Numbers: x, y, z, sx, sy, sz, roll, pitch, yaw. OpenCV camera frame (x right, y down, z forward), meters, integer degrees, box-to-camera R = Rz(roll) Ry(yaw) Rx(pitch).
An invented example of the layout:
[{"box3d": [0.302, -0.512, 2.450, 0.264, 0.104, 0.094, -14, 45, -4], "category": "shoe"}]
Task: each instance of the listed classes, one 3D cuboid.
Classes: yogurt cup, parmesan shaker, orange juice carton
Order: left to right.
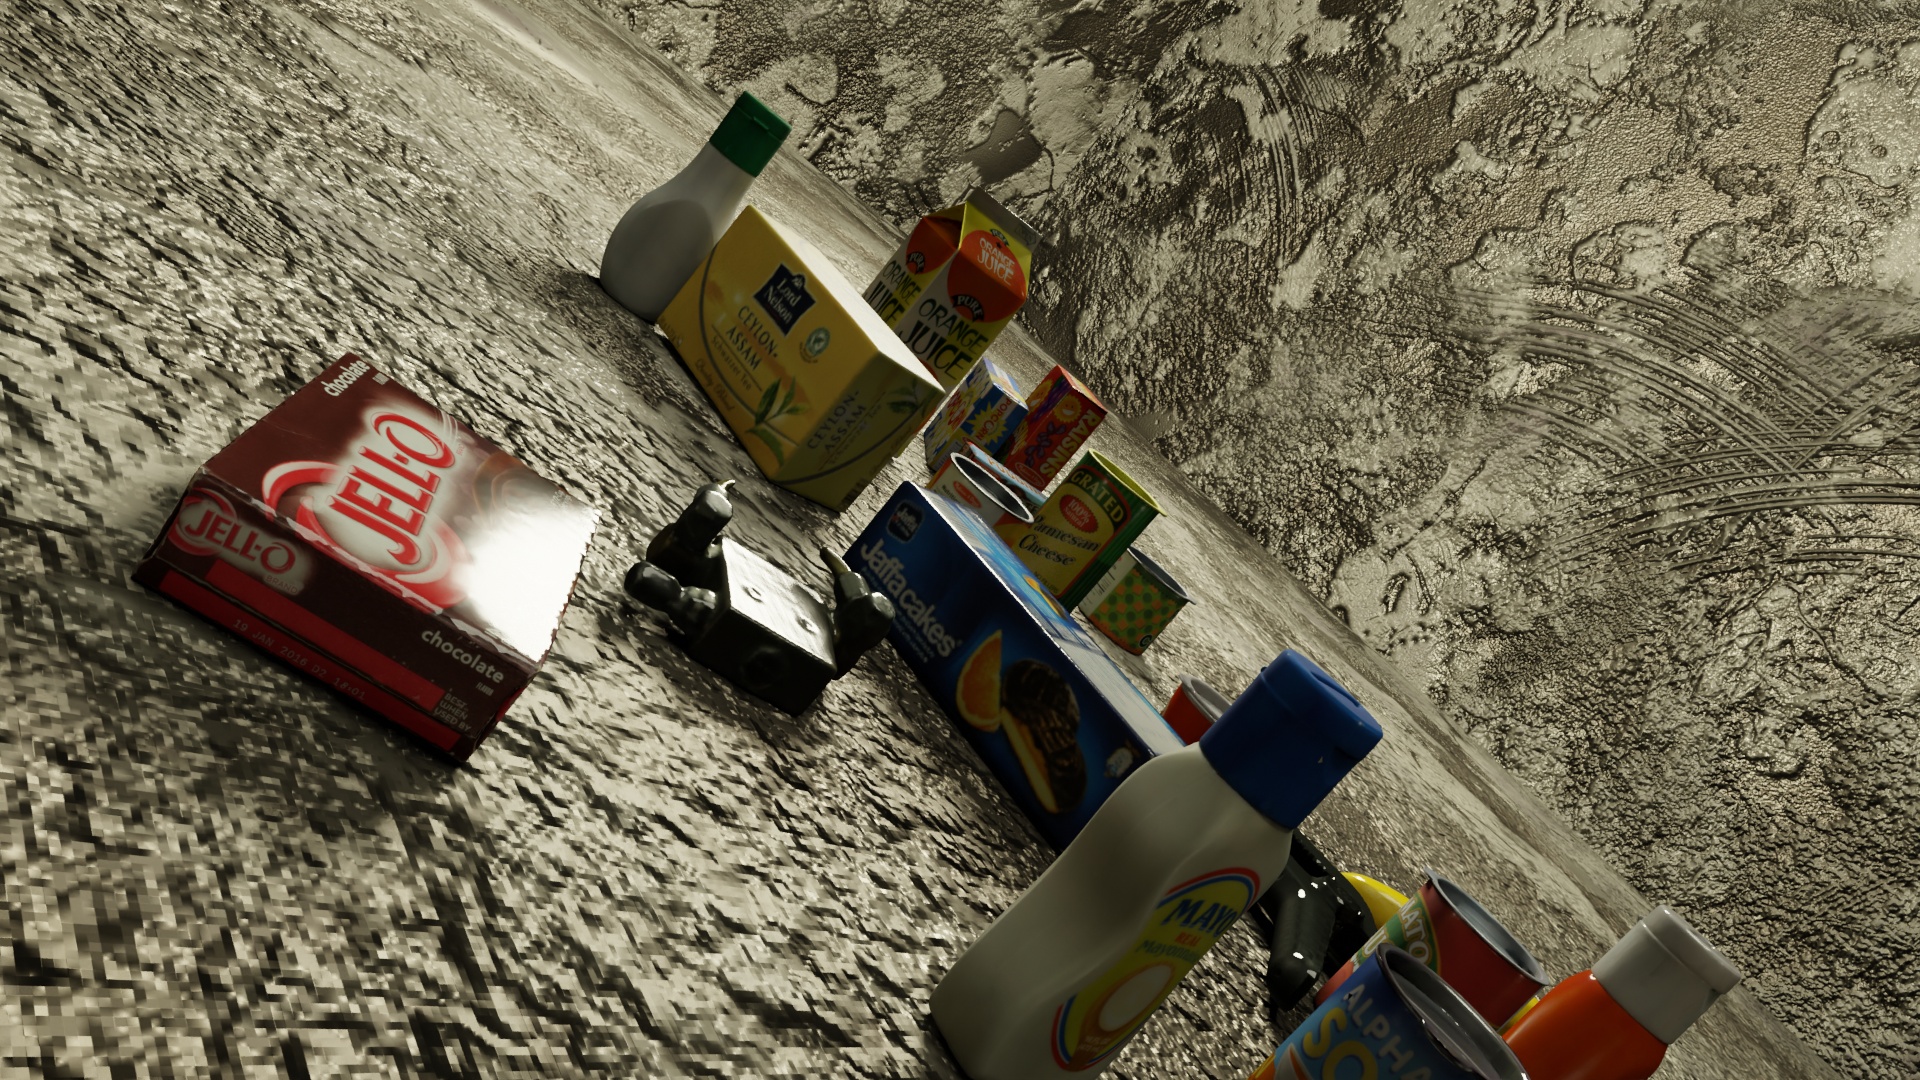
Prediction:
[{"box3d": [-0.024, -0.162, 1.004, 0.071, 0.192, 0.073, 32, 14, -37], "category": "orange juice carton"}, {"box3d": [0.083, -0.002, 0.961, 0.071, 0.103, 0.071, 38, 11, -9], "category": "parmesan shaker"}, {"box3d": [0.138, 0.120, 0.799, 0.072, 0.054, 0.072, 38, 12, -9], "category": "yogurt cup"}]

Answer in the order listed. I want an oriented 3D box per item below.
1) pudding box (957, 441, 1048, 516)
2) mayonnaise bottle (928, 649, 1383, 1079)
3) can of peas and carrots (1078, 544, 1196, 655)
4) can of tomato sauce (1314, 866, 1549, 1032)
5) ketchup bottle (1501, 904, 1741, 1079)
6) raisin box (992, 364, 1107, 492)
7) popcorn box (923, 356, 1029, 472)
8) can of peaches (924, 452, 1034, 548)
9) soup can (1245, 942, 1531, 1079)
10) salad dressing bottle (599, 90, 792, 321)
[{"box3d": [0.024, -0.029, 1.009, 0.083, 0.049, 0.030, 34, 13, -27], "category": "pudding box"}, {"box3d": [0.058, 0.097, 0.401, 0.064, 0.148, 0.041, 29, 15, -44], "category": "mayonnaise bottle"}, {"box3d": [0.132, 0.045, 1.045, 0.071, 0.058, 0.071, 38, 11, -9], "category": "can of peas and carrots"}, {"box3d": [0.214, 0.206, 0.641, 0.071, 0.083, 0.071, 38, 11, -9], "category": "can of tomato sauce"}, {"box3d": [0.231, 0.204, 0.535, 0.064, 0.148, 0.044, 28, 16, -46], "category": "ketchup bottle"}, {"box3d": [0.057, -0.074, 1.098, 0.040, 0.123, 0.086, 37, 12, -15], "category": "raisin box"}, {"box3d": [0.011, -0.098, 1.139, 0.038, 0.085, 0.127, 37, 12, -13], "category": "popcorn box"}, {"box3d": [0.003, -0.011, 0.856, 0.071, 0.058, 0.071, 38, 11, -9], "category": "can of peaches"}, {"box3d": [0.136, 0.188, 0.461, 0.071, 0.083, 0.071, 38, 11, -9], "category": "soup can"}, {"box3d": [-0.160, -0.204, 0.848, 0.064, 0.147, 0.044, 36, 12, -19], "category": "salad dressing bottle"}]
